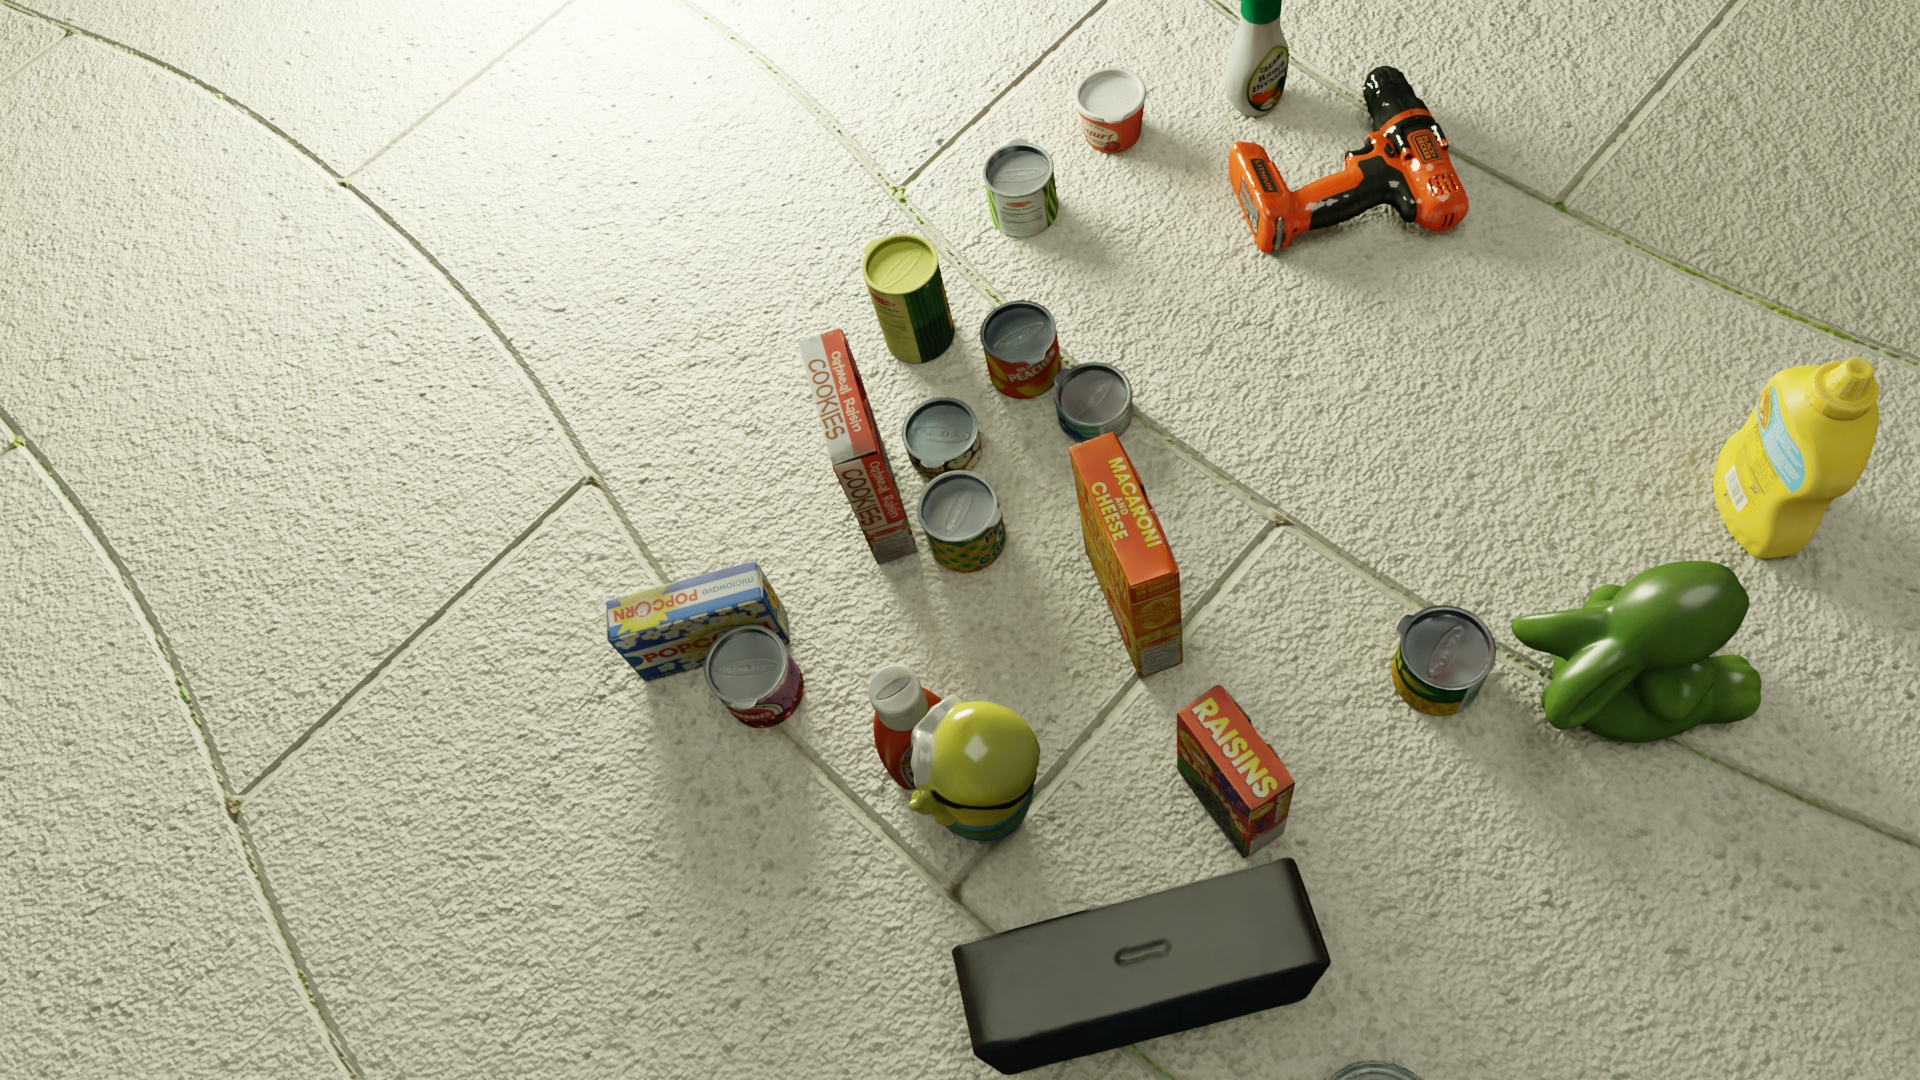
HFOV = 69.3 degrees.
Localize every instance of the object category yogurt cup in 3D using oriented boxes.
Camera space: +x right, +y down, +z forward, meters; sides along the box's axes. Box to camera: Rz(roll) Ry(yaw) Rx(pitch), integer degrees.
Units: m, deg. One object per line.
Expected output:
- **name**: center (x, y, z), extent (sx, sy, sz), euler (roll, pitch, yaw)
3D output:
- **yogurt cup**: center (0.144, -0.409, 1.327), extent (0.072, 0.053, 0.073), euler (-4, 62, 7)

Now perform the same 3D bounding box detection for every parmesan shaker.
- **parmesan shaker**: center (-0.046, -0.214, 1.225), extent (0.071, 0.102, 0.071), euler (-4, 62, 7)

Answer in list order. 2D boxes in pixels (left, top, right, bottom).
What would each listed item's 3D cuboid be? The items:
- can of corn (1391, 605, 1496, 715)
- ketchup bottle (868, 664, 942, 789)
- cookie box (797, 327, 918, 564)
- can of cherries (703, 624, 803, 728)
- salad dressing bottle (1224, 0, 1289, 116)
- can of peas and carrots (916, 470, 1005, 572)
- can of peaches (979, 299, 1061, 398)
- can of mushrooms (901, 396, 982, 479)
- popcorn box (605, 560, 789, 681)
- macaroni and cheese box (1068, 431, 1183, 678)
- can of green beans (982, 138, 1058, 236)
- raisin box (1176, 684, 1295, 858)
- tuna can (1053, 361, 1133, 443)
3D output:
- **can of corn**: center (0.353, 0.088, 1.025), extent (0.071, 0.058, 0.071), euler (-4, 62, 7)
- **ketchup bottle**: center (-0.036, 0.134, 1.011), extent (0.065, 0.148, 0.043), euler (-32, 62, -8)
- **cookie box**: center (-0.081, -0.073, 1.119), extent (0.040, 0.166, 0.123), euler (-18, 61, -1)
- **can of cherries**: center (-0.163, 0.110, 1.096), extent (0.071, 0.058, 0.072), euler (-4, 62, 7)
- **salad dressing bottle**: center (0.275, -0.459, 1.279), extent (0.064, 0.147, 0.044), euler (-36, 63, -10)
- **can of peas and carrots**: center (0.004, -0.014, 1.135), extent (0.071, 0.058, 0.071), euler (-4, 62, 7)
- **can of peaches**: center (0.054, -0.164, 1.208), extent (0.071, 0.057, 0.071), euler (-4, 62, 7)
- **can of mushrooms**: center (-0.016, -0.085, 1.191), extent (0.071, 0.033, 0.071), euler (-4, 62, 7)
- **popcorn box**: center (-0.209, 0.065, 1.112), extent (0.127, 0.085, 0.038), euler (-15, 61, 1)
- **macaroni and cheese box**: center (0.126, 0.013, 1.039), extent (0.040, 0.165, 0.124), euler (-20, 61, -1)
- **can of green beans**: center (0.057, -0.326, 1.295), extent (0.071, 0.057, 0.071), euler (-4, 62, 7)
- **raisin box**: center (0.191, 0.164, 0.973), extent (0.040, 0.123, 0.086), euler (-31, 62, -7)
- **tuna can**: center (0.112, -0.118, 1.188), extent (0.071, 0.032, 0.071), euler (-4, 62, 7)
